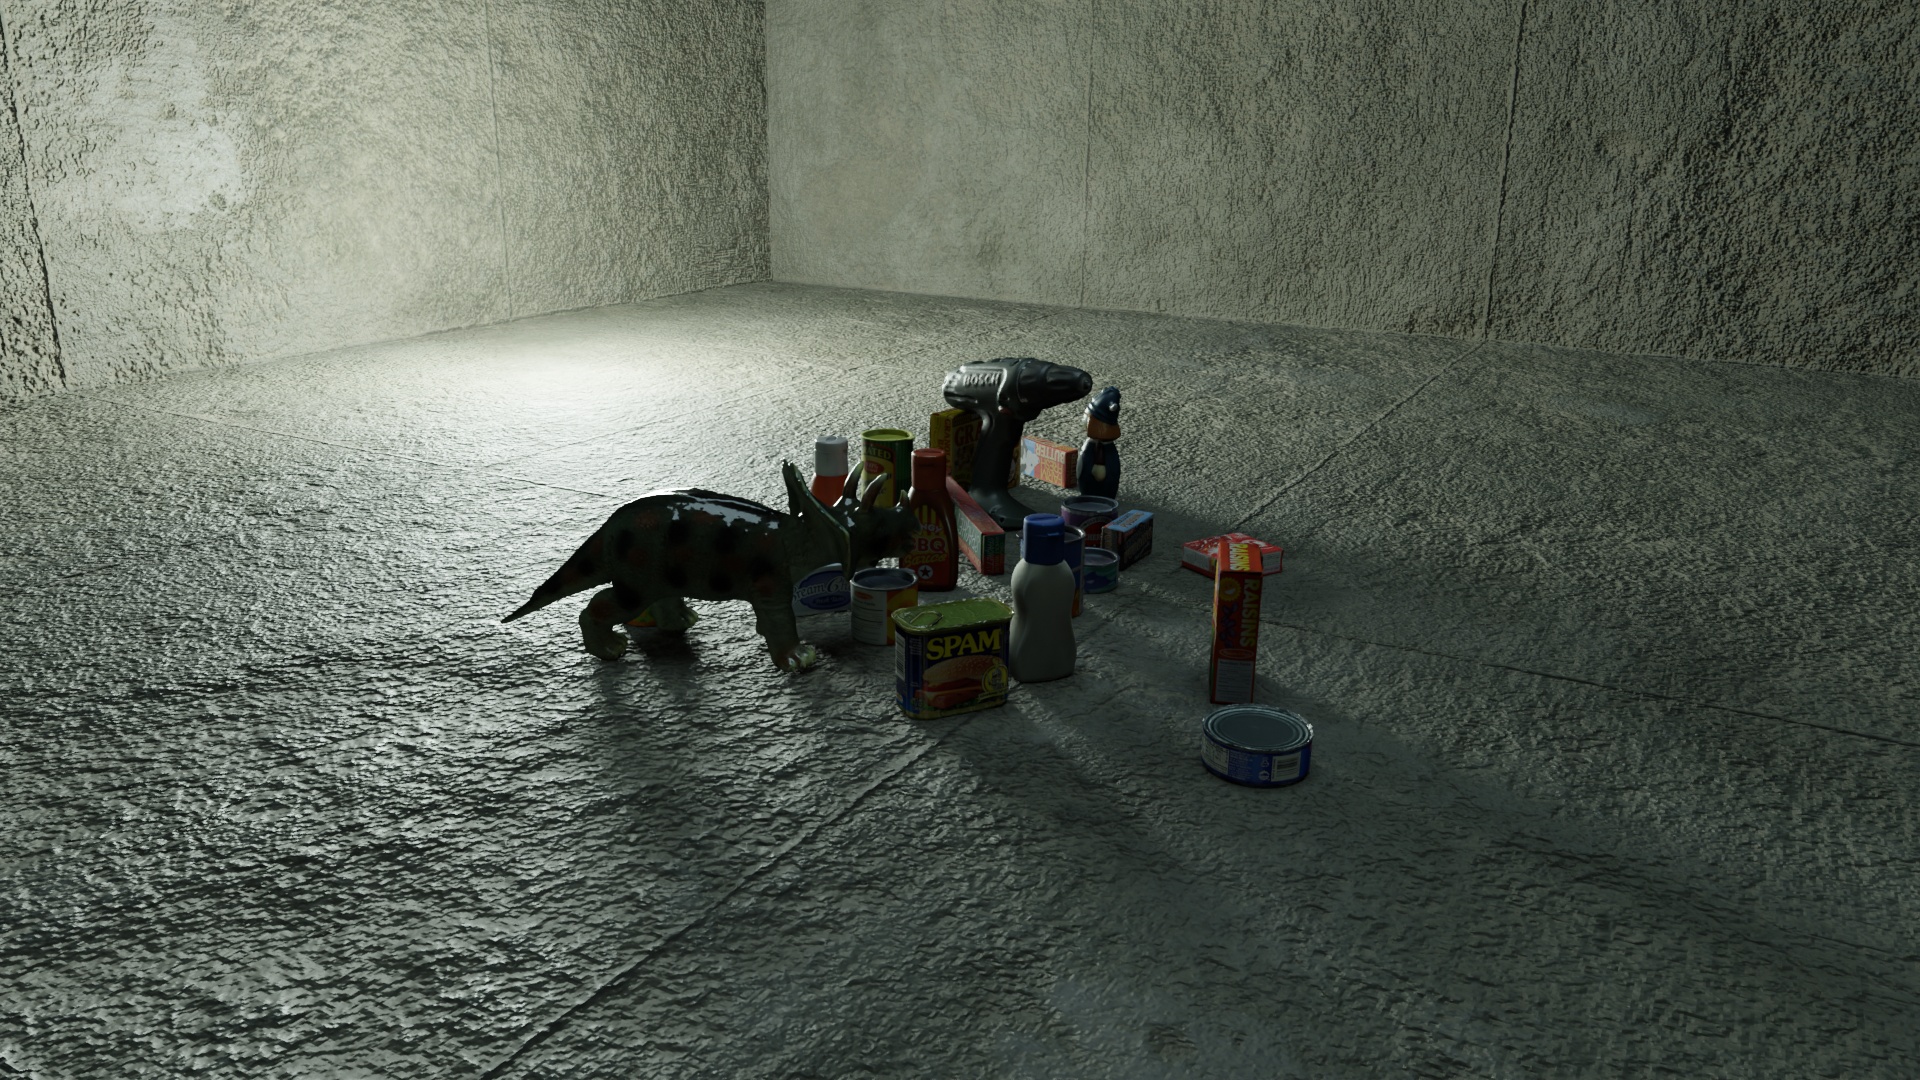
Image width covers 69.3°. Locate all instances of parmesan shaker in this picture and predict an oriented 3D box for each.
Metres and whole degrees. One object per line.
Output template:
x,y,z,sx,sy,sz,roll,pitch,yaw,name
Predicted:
-0.090,-0.083,1.741,0.071,0.102,0.071,1,17,0,parmesan shaker

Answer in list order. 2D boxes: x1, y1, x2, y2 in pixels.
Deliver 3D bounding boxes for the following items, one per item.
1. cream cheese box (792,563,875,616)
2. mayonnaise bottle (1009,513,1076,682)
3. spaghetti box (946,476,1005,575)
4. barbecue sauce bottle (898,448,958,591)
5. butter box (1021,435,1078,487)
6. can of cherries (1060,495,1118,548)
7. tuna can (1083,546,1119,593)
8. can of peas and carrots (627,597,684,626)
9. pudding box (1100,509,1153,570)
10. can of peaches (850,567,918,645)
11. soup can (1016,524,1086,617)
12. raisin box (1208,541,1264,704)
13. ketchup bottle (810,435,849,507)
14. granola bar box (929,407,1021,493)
-0.137,0.046,1.409,0.104,0.053,0.024,-6,18,-20,cream cheese box
0.073,0.051,1.242,0.065,0.147,0.041,-6,18,-22,mayonnaise bottle
0.006,-0.020,1.633,0.029,0.050,0.250,-4,18,-14,spaghetti box
-0.034,-0.022,1.472,0.065,0.148,0.044,3,17,9,barbecue sauce bottle
0.122,-0.109,1.917,0.024,0.053,0.103,-11,21,-34,butter box
0.150,-0.015,1.608,0.071,0.058,0.072,1,17,0,can of cherries
0.136,0.032,1.499,0.071,0.032,0.071,1,17,0,tuna can
-0.307,0.048,1.386,0.071,0.058,0.071,1,17,0,can of peas and carrots
0.189,-0.001,1.579,0.030,0.049,0.084,11,20,30,pudding box
-0.072,0.063,1.348,0.071,0.058,0.071,1,17,0,can of peaches
0.091,0.031,1.414,0.071,0.083,0.071,1,17,0,soup can
0.243,0.072,1.223,0.040,0.123,0.086,4,17,10,raisin box
-0.142,-0.039,1.521,0.043,0.148,0.065,4,17,11,ketchup bottle
0.021,-0.119,1.825,0.039,0.123,0.166,12,20,32,granola bar box
